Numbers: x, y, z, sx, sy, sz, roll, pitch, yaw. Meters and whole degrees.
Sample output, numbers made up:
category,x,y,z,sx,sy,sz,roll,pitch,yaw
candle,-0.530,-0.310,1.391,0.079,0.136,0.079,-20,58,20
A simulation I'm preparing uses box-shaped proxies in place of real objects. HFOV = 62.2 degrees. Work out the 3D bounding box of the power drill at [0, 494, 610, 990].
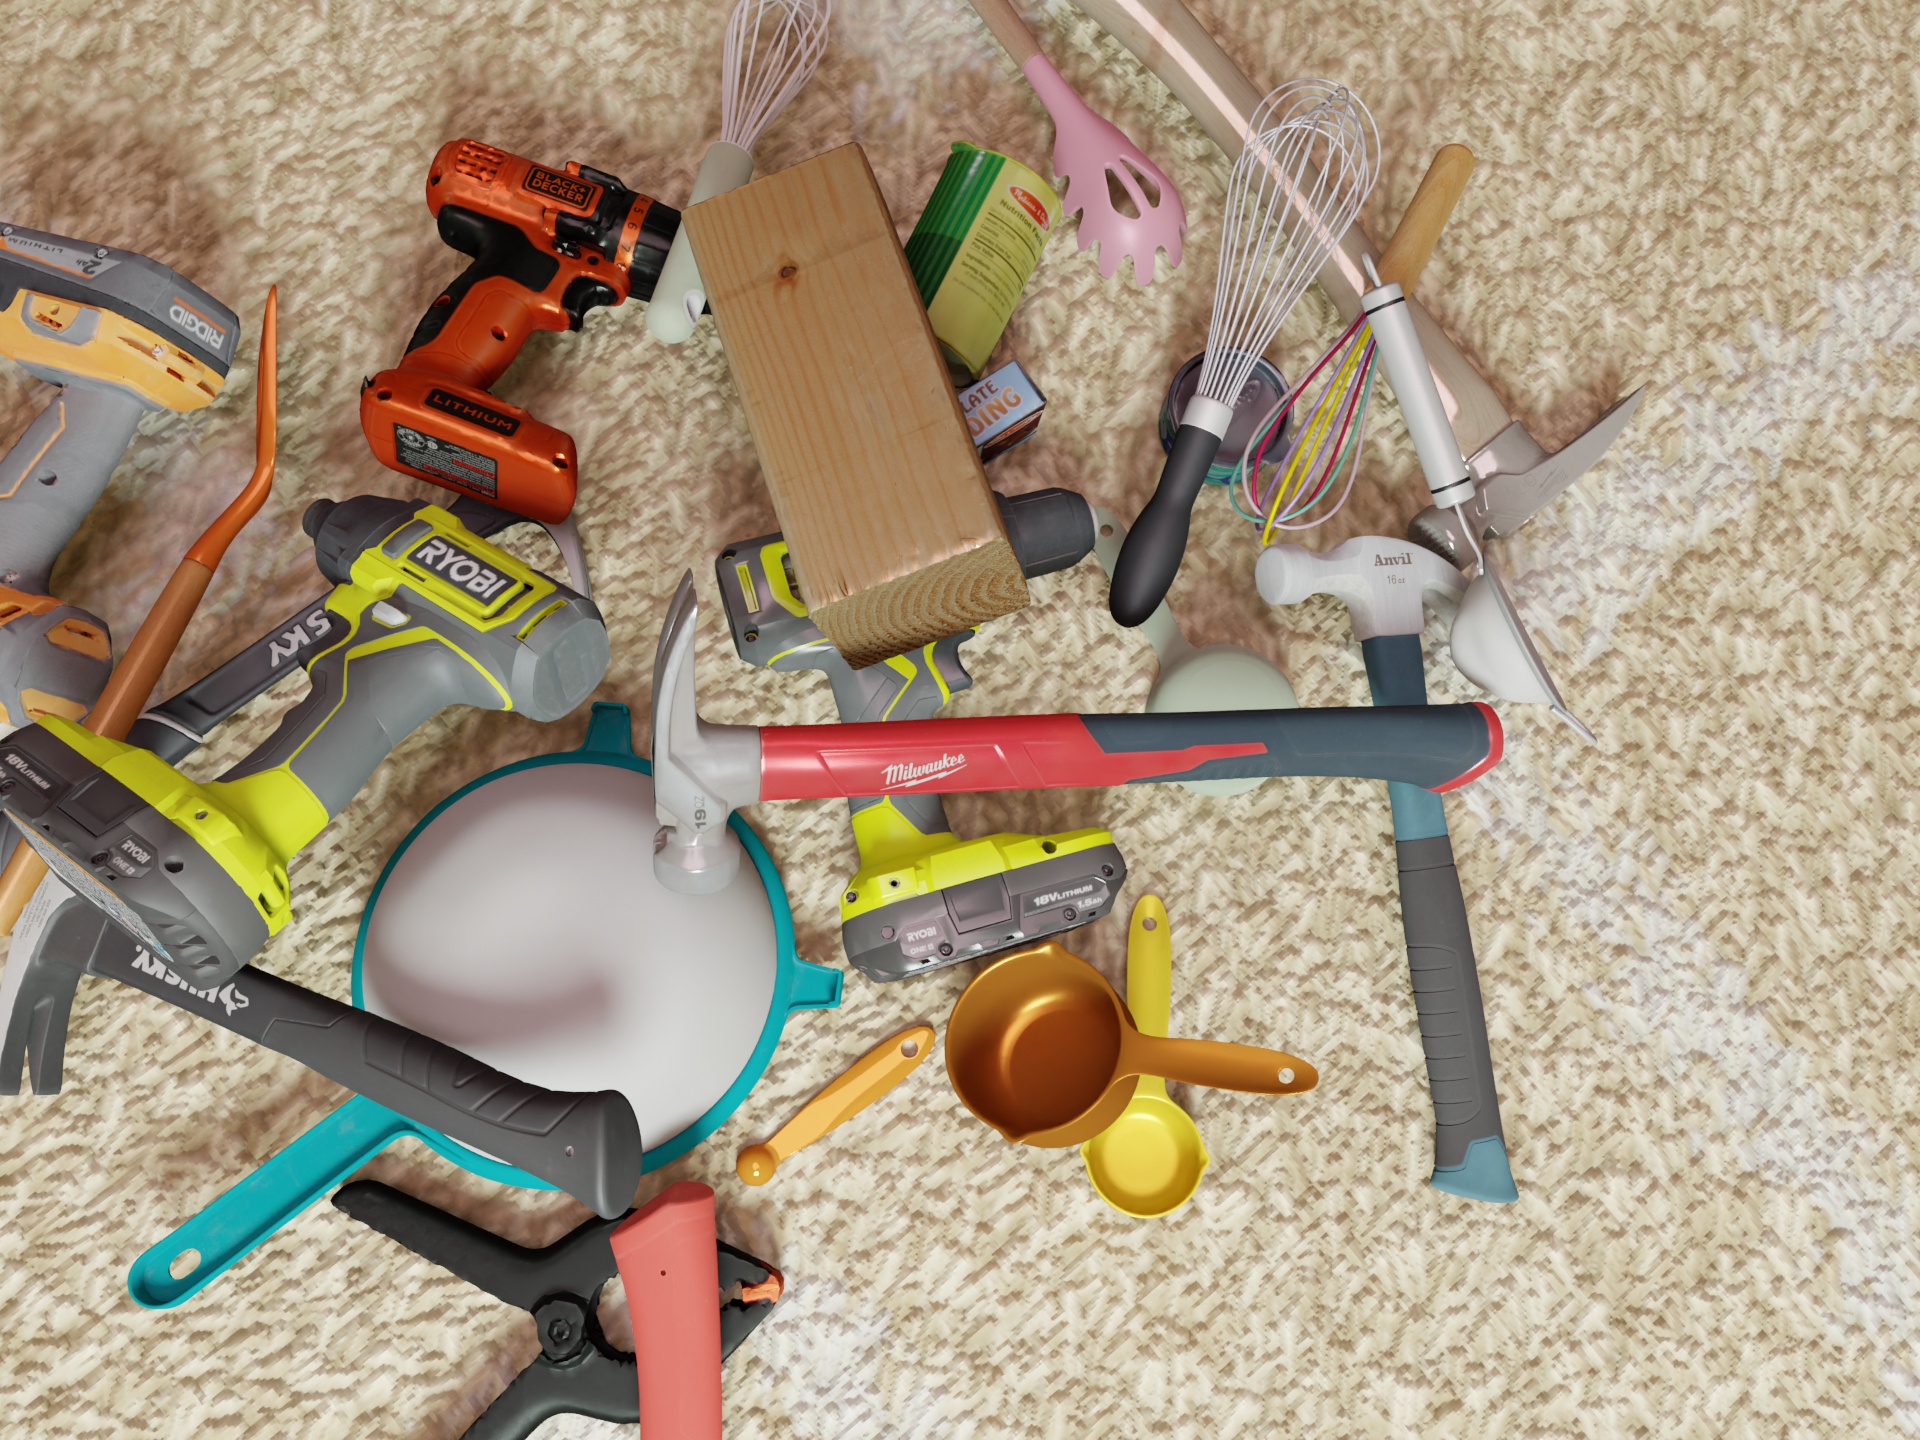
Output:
category,x,y,z,sx,sy,sz,roll,pitch,yaw
power drill,-0.289,-0.008,0.693,0.171,0.080,0.223,28,56,22

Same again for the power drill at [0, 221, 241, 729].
category,x,y,z,sx,sy,sz,roll,pitch,yaw
power drill,-0.468,-0.120,0.766,0.185,0.084,0.226,16,81,17

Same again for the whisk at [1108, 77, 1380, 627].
category,x,y,z,sx,sy,sz,roll,pitch,yaw
whisk,0.134,-0.178,0.780,0.070,0.070,0.284,21,91,1

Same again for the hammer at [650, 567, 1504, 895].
category,x,y,z,sx,sy,sz,roll,pitch,yaw
hammer,0.062,0.000,0.693,0.386,0.038,0.143,-2,124,-14

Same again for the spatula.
category,x,y,z,sx,sy,sz,roll,pitch,yaw
spatula,-0.374,-0.055,0.738,0.041,0.081,0.323,26,66,-19

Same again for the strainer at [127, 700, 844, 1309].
category,x,y,z,sx,sy,sz,roll,pitch,yaw
strainer,-0.232,0.143,0.712,0.340,0.095,0.211,-38,79,-14

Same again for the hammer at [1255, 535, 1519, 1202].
category,x,y,z,sx,sy,sz,roll,pitch,yaw
hammer,0.229,0.072,0.786,0.128,0.033,0.331,-5,84,-22

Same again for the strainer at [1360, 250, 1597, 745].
category,x,y,z,sx,sy,sz,roll,pitch,yaw
strainer,0.236,-0.101,0.759,0.050,0.087,0.258,-20,95,20

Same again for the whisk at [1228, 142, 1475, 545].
category,x,y,z,sx,sy,sz,roll,pitch,yaw
whisk,0.199,-0.189,0.791,0.051,0.047,0.245,15,69,41

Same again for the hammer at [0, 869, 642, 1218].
category,x,y,z,sx,sy,sz,roll,pitch,yaw
hammer,-0.277,0.136,0.673,0.335,0.035,0.146,17,83,22

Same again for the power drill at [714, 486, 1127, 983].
category,x,y,z,sx,sy,sz,roll,pitch,yaw
power drill,-0.001,-0.002,0.778,0.190,0.080,0.229,-15,79,-10

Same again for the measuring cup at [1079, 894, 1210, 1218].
category,x,y,z,sx,sy,sz,roll,pitch,yaw
measuring cup,0.091,0.164,0.783,0.062,0.029,0.157,3,68,2

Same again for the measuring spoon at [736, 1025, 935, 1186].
category,x,y,z,sx,sy,sz,roll,pitch,yaw
measuring spoon,-0.060,0.186,0.773,0.117,0.011,0.021,-36,84,-8

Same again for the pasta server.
category,x,y,z,sx,sy,sz,roll,pitch,yaw
pasta server,0.025,-0.375,0.870,0.060,0.040,0.316,-32,79,-8

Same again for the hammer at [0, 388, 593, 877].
category,x,y,z,sx,sy,sz,roll,pitch,yaw
hammer,-0.366,-0.004,0.780,0.409,0.036,0.149,-38,85,-8

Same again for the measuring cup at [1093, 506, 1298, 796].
category,x,y,z,sx,sy,sz,roll,pitch,yaw
measuring cup,0.111,-0.040,0.807,0.083,0.038,0.167,-29,85,-7

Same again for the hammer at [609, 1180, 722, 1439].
category,x,y,z,sx,sy,sz,roll,pitch,yaw
hammer,-0.113,0.387,0.699,0.149,0.037,0.359,0,89,-3

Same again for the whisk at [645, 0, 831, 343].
category,x,y,z,sx,sy,sz,roll,pitch,yaw
whisk,-0.116,-0.292,0.809,0.059,0.057,0.246,5,64,19

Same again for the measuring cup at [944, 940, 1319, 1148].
category,x,y,z,sx,sy,sz,roll,pitch,yaw
measuring cup,0.081,0.159,0.736,0.174,0.052,0.095,3,66,22

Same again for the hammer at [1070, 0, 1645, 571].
category,x,y,z,sx,sy,sz,roll,pitch,yaw
hammer,0.185,-0.279,0.837,0.146,0.038,0.410,-37,89,-10
